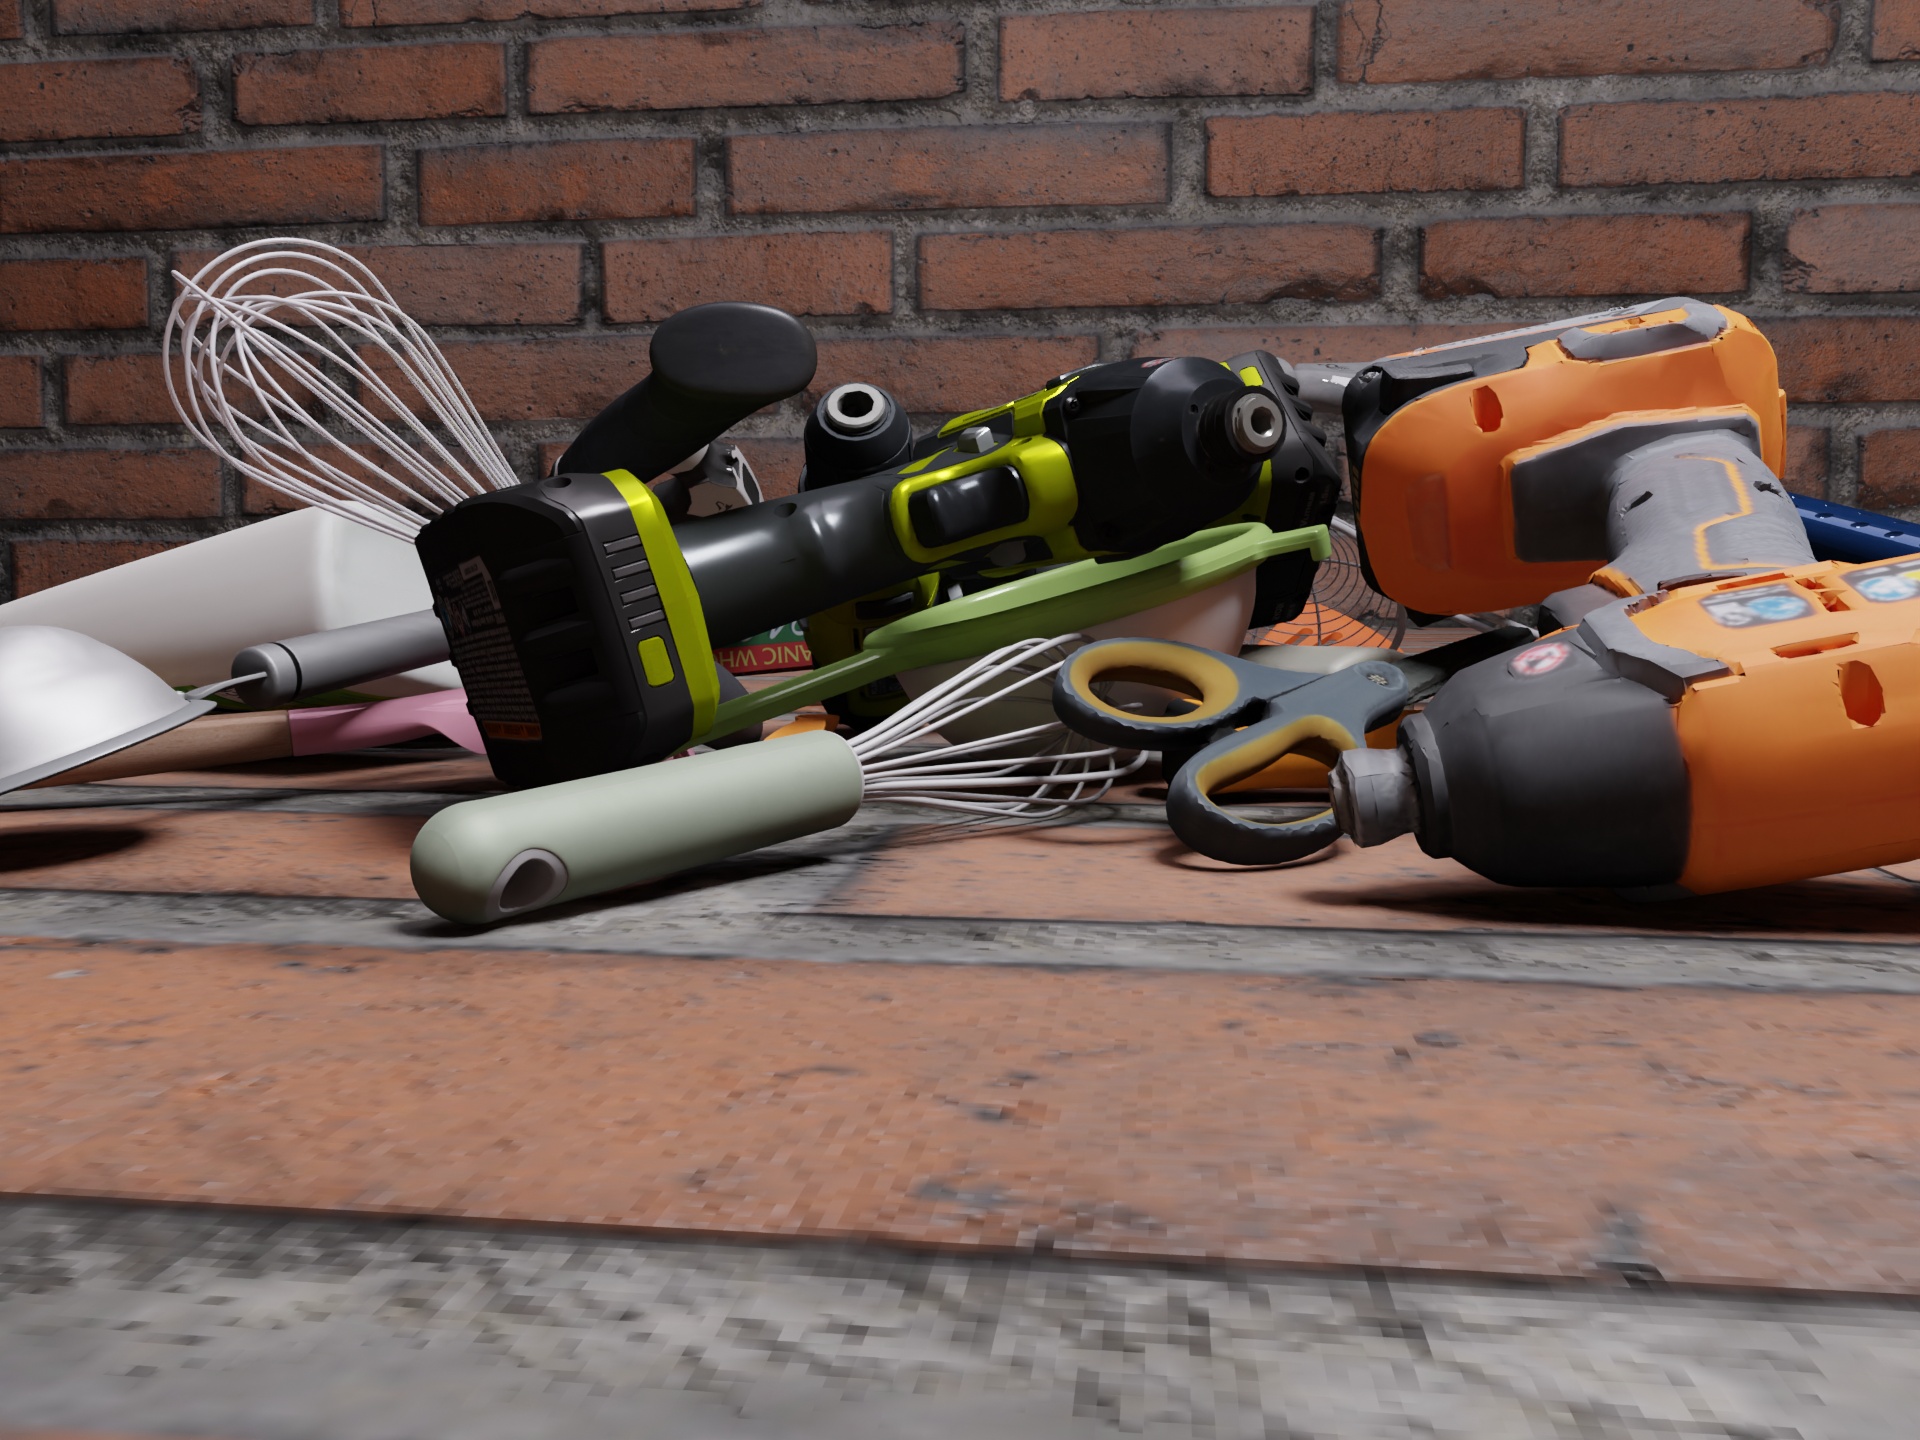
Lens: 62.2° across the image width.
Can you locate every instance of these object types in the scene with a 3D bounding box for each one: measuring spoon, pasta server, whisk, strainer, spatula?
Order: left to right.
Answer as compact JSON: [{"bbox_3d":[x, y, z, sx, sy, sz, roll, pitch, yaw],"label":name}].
[{"bbox_3d":[-0.240,0.015,0.501,0.316,0.040,0.060,-6,7,-23],"label":"pasta server"},{"bbox_3d":[-0.211,-0.013,0.466,0.087,0.050,0.258,-9,8,25],"label":"strainer"},{"bbox_3d":[-0.146,-0.055,0.536,0.070,0.070,0.284,3,-25,31],"label":"whisk"},{"bbox_3d":[-0.066,0.010,0.652,0.021,0.011,0.117,1,8,3],"label":"measuring spoon"},{"bbox_3d":[-0.029,0.013,0.403,0.059,0.057,0.246,38,29,28],"label":"whisk"},{"bbox_3d":[-0.001,-0.002,0.551,0.256,0.069,0.151,-21,9,-21],"label":"strainer"},{"bbox_3d":[0.132,-0.029,0.896,0.322,0.041,0.081,-7,33,-44],"label":"spatula"}]

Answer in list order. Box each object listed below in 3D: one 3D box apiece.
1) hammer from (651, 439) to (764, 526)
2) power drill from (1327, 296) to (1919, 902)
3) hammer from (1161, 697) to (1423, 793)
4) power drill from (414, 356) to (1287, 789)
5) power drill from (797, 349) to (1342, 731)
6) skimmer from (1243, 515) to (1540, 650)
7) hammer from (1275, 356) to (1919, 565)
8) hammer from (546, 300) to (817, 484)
[{"bbox_3d":[-0.260,-0.076,0.856,0.335,0.035,0.146,-14,-29,14],"label":"hammer"},{"bbox_3d":[0.162,-0.035,0.404,0.164,0.084,0.227,-11,27,7],"label":"power drill"},{"bbox_3d":[0.233,0.009,0.502,0.337,0.034,0.127,1,6,7],"label":"hammer"},{"bbox_3d":[-0.029,-0.053,0.461,0.223,0.080,0.171,-21,9,-25],"label":"power drill"},{"bbox_3d":[0.038,-0.085,0.685,0.228,0.080,0.190,-13,-31,-8],"label":"power drill"},{"bbox_3d":[0.213,-0.024,0.713,0.090,0.127,0.364,-41,27,-4],"label":"skimmer"},{"bbox_3d":[0.301,-0.101,0.677,0.144,0.035,0.406,-11,28,-35],"label":"hammer"},{"bbox_3d":[-0.148,-0.089,0.629,0.149,0.036,0.409,4,-6,-28],"label":"hammer"}]
